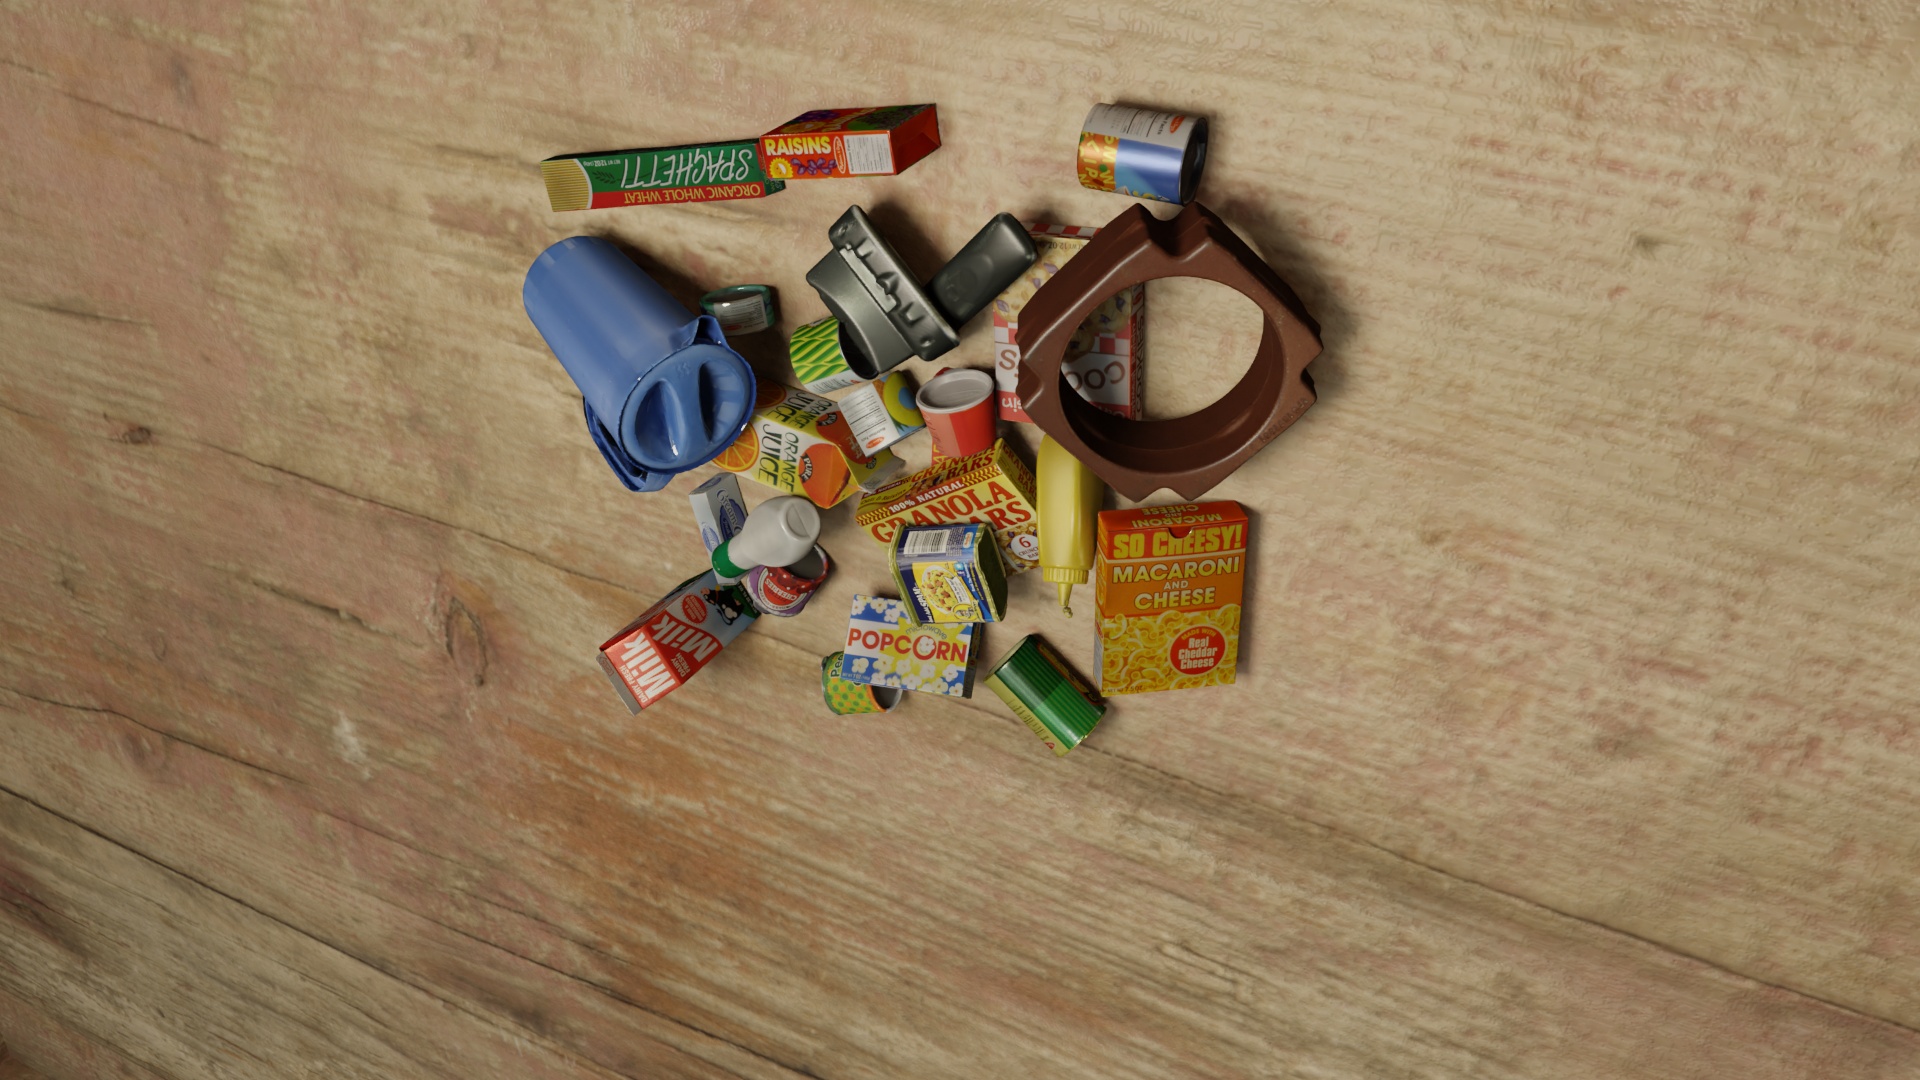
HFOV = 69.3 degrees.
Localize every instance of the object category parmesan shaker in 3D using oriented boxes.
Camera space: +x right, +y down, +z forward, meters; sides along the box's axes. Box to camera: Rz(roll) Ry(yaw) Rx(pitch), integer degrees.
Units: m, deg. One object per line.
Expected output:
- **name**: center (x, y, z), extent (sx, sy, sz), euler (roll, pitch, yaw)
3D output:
- **parmesan shaker**: center (0.081, 0.146, 1.322), extent (0.103, 0.072, 0.071), euler (45, 126, -1)

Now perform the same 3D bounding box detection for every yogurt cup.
- **yogurt cup**: center (0.000, -0.108, 1.201), extent (0.072, 0.073, 0.053), euler (4, 128, 25)

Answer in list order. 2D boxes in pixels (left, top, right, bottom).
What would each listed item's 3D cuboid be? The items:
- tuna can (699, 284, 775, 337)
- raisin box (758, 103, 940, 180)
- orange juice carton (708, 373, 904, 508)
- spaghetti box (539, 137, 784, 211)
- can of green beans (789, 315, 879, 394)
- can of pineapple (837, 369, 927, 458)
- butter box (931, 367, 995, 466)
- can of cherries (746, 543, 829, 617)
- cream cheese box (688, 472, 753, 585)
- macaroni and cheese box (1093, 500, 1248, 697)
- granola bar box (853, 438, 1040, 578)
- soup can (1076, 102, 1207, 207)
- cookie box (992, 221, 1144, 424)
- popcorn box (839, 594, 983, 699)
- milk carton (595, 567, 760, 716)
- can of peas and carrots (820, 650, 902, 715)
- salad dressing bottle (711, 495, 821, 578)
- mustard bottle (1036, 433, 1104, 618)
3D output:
- **tuna can**: center (-0.206, -0.213, 1.282), extent (0.071, 0.071, 0.032), euler (4, 116, 25)
- **raisin box**: center (-0.091, -0.329, 1.147), extent (0.123, 0.086, 0.040), euler (5, 123, 24)
- **orange juice carton**: center (-0.152, -0.092, 1.313), extent (0.193, 0.072, 0.072), euler (21, 124, 16)
- **spaghetti box**: center (-0.277, -0.335, 1.274), extent (0.250, 0.029, 0.050), euler (3, 118, 26)
- **can of green beans**: center (-0.112, -0.170, 1.254), extent (0.057, 0.071, 0.071), euler (-13, 109, 32)
- **can of pineapple**: center (-0.069, -0.115, 1.260), extent (0.071, 0.071, 0.058), euler (-25, 95, 35)
- **butter box**: center (0.002, -0.102, 1.258), extent (0.053, 0.024, 0.103), euler (14, 121, 19)
- **can of cherries**: center (-0.173, 0.036, 1.391), extent (0.071, 0.072, 0.058), euler (41, 126, 2)
- **cream cheese box**: center (-0.238, -0.012, 1.410), extent (0.024, 0.053, 0.103), euler (-3, 114, 28)
- **macaroni and cheese box**: center (0.181, 0.052, 1.204), extent (0.124, 0.040, 0.165), euler (-5, 118, -7)
- **granola bar box**: center (0.005, -0.016, 1.272), extent (0.165, 0.039, 0.124), euler (-19, 125, 33)
- **soup can**: center (0.139, -0.293, 1.062), extent (0.084, 0.072, 0.071), euler (15, 122, 20)
- **cookie box**: center (0.090, -0.177, 1.164), extent (0.123, 0.040, 0.166), euler (9, 120, 23)
- **popcorn box**: center (-0.047, 0.103, 1.348), extent (0.127, 0.038, 0.085), euler (7, 81, 14)
- **milk carton**: center (-0.294, 0.101, 1.413), extent (0.073, 0.191, 0.072), euler (-24, 103, 34)
- **can of peas and carrots**: center (-0.100, 0.142, 1.413), extent (0.058, 0.071, 0.070), euler (-7, 112, 29)
- **salad dressing bottle**: center (-0.189, 0.001, 1.327), extent (0.147, 0.044, 0.064), euler (-24, 93, 49)
- **mustard bottle**: center (0.093, -0.013, 1.201), extent (0.049, 0.065, 0.160), euler (2, 87, 31)
